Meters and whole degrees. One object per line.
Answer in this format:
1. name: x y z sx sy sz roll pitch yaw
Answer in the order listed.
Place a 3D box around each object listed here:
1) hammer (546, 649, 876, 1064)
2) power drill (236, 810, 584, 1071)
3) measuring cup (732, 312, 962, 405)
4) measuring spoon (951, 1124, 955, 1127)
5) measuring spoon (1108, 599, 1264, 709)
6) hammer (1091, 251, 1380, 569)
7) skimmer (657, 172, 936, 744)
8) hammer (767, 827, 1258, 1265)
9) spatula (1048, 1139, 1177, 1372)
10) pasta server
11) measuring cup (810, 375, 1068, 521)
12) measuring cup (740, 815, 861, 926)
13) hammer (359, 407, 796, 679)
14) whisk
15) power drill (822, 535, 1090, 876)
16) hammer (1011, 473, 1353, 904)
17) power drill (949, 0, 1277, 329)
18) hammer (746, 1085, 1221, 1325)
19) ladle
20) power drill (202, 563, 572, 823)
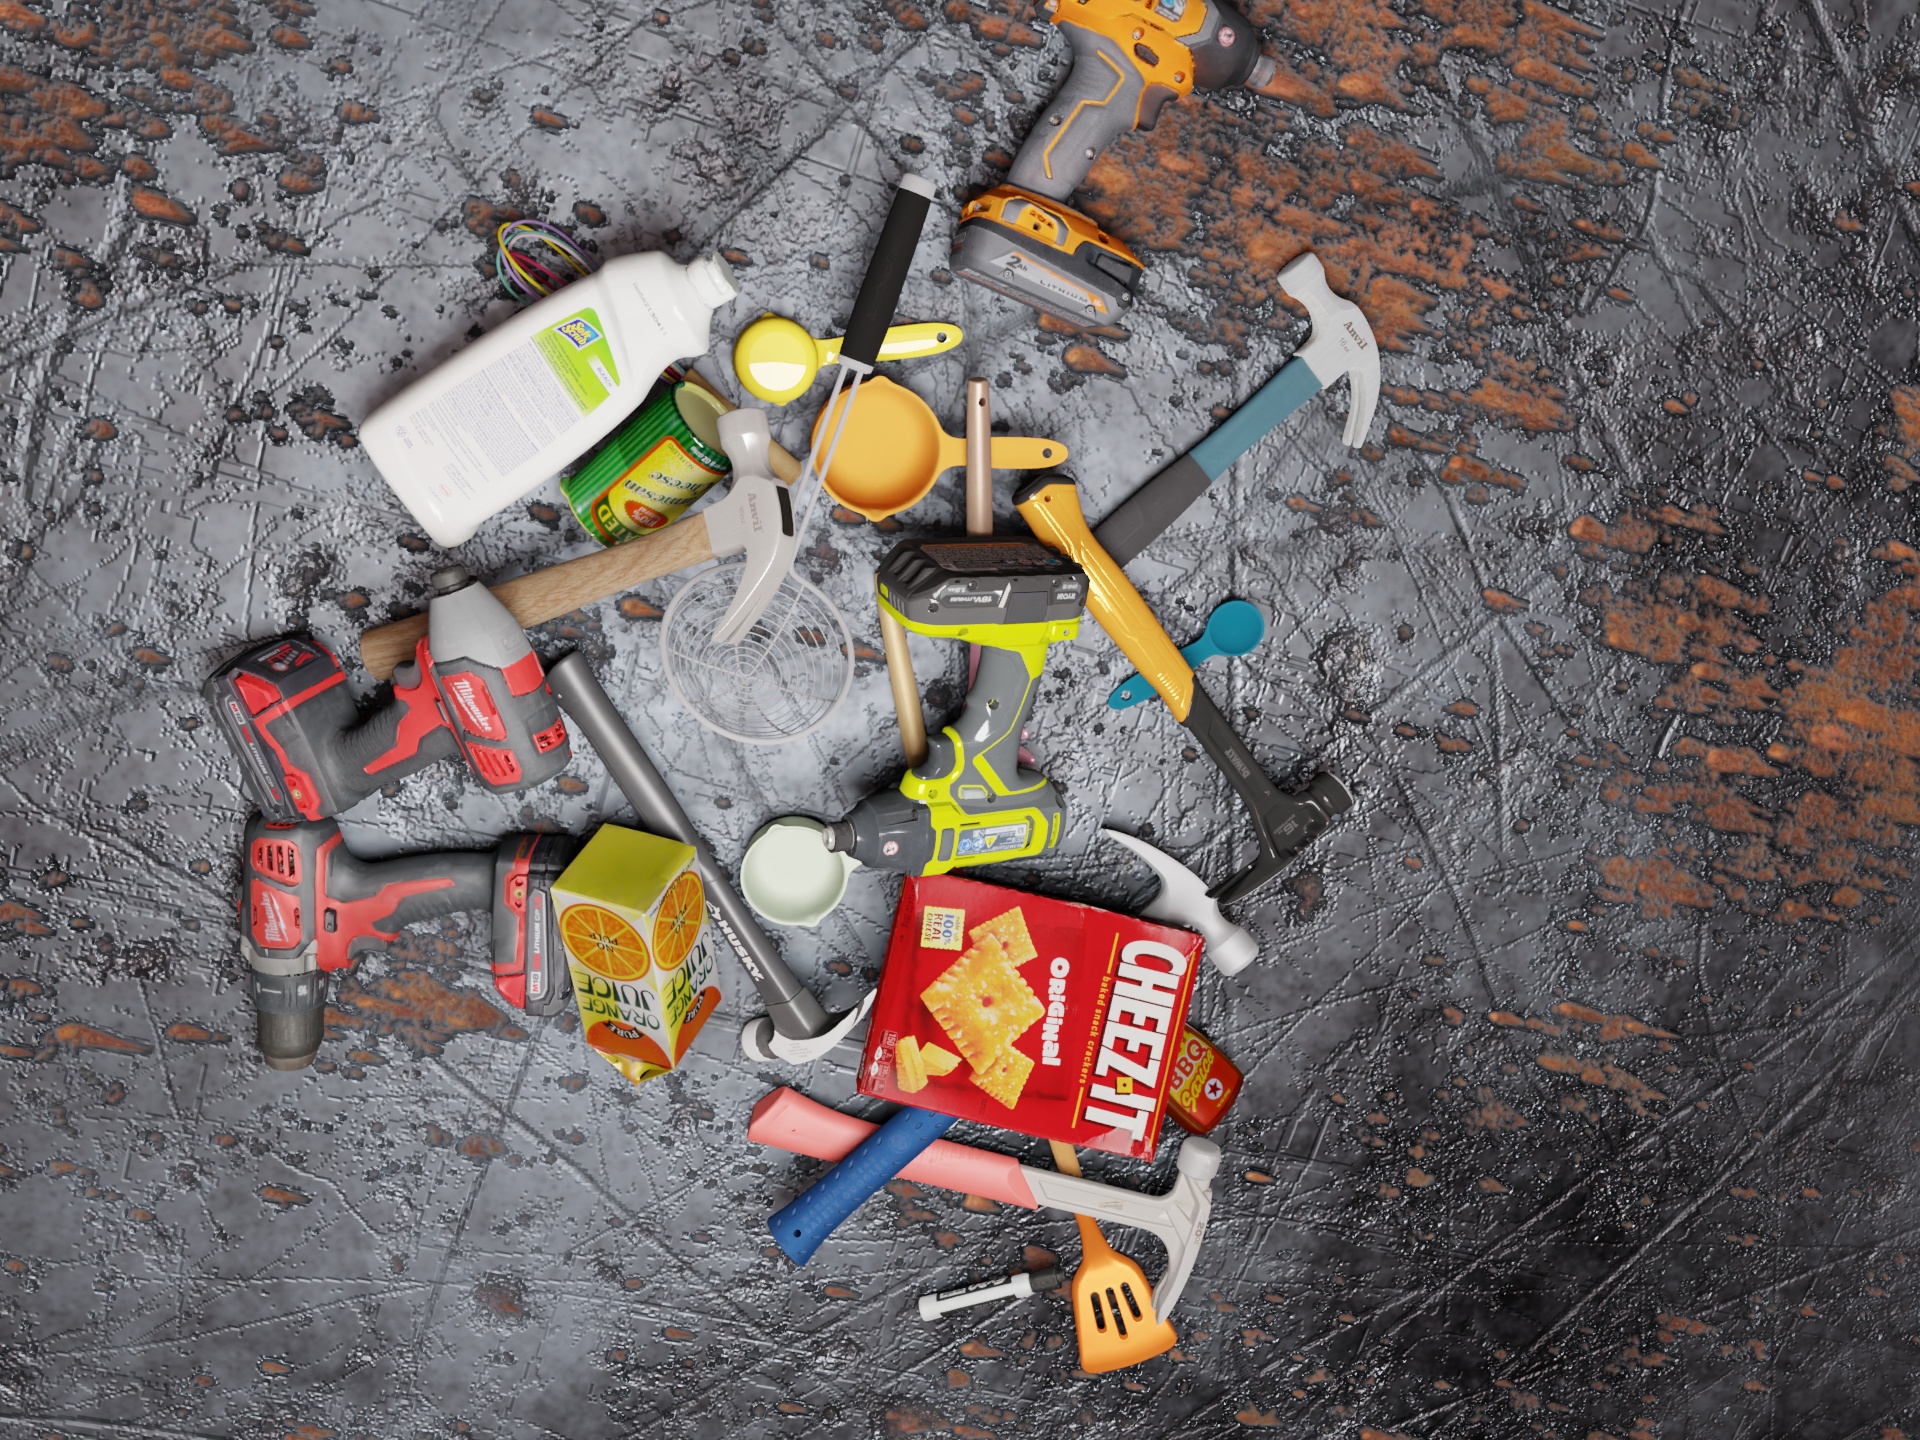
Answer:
1. hammer: -0.183 0.097 1.108 0.035 0.146 0.334 -41 104 -40
2. power drill: -0.382 0.157 1.104 0.226 0.080 0.188 4 104 -7
3. measuring cup: -0.074 -0.247 1.062 0.156 0.029 0.062 -9 107 -5
4. measuring spoon: -0.001 0.261 1.220 0.034 0.018 0.124 5 105 -10
5. measuring spoon: 0.163 -0.047 1.166 0.128 0.021 0.042 -32 107 10
6. hammer: 0.157 -0.169 1.120 0.331 0.033 0.128 -41 106 4
7. skimmer: -0.084 -0.164 0.998 0.127 0.090 0.363 19 102 -13
8. hammer: 0.021 0.245 1.169 0.405 0.035 0.144 -40 87 -2
9. spatula: 0.090 0.365 1.252 0.081 0.041 0.322 -18 106 0
10. pasta server: 0.017 -0.077 1.090 0.060 0.040 0.316 -14 121 -22
11. measuring cup: -0.017 -0.185 1.079 0.173 0.052 0.095 0 105 -11
12. measuring cup: -0.078 0.090 1.149 0.167 0.038 0.083 -20 108 -2
13. hammer: -0.249 -0.082 1.005 0.331 0.031 0.130 -16 82 23
14. whisk: -0.202 -0.235 1.040 0.244 0.047 0.051 40 95 -20
15. power drill: -0.002 -0.003 1.054 0.171 0.080 0.223 -5 117 -27
16. hammer: 0.139 -0.028 1.113 0.127 0.034 0.336 -40 105 -8
17. power drill: 0.100 -0.374 1.031 0.164 0.084 0.226 20 98 -14
18. hammer: 0.012 0.355 1.217 0.359 0.037 0.149 15 101 -6
19. ladle: -0.026 0.044 1.154 0.069 0.031 0.315 -12 105 -5
20. power drill: -0.360 -0.014 1.008 0.220 0.078 0.143 -10 109 24
